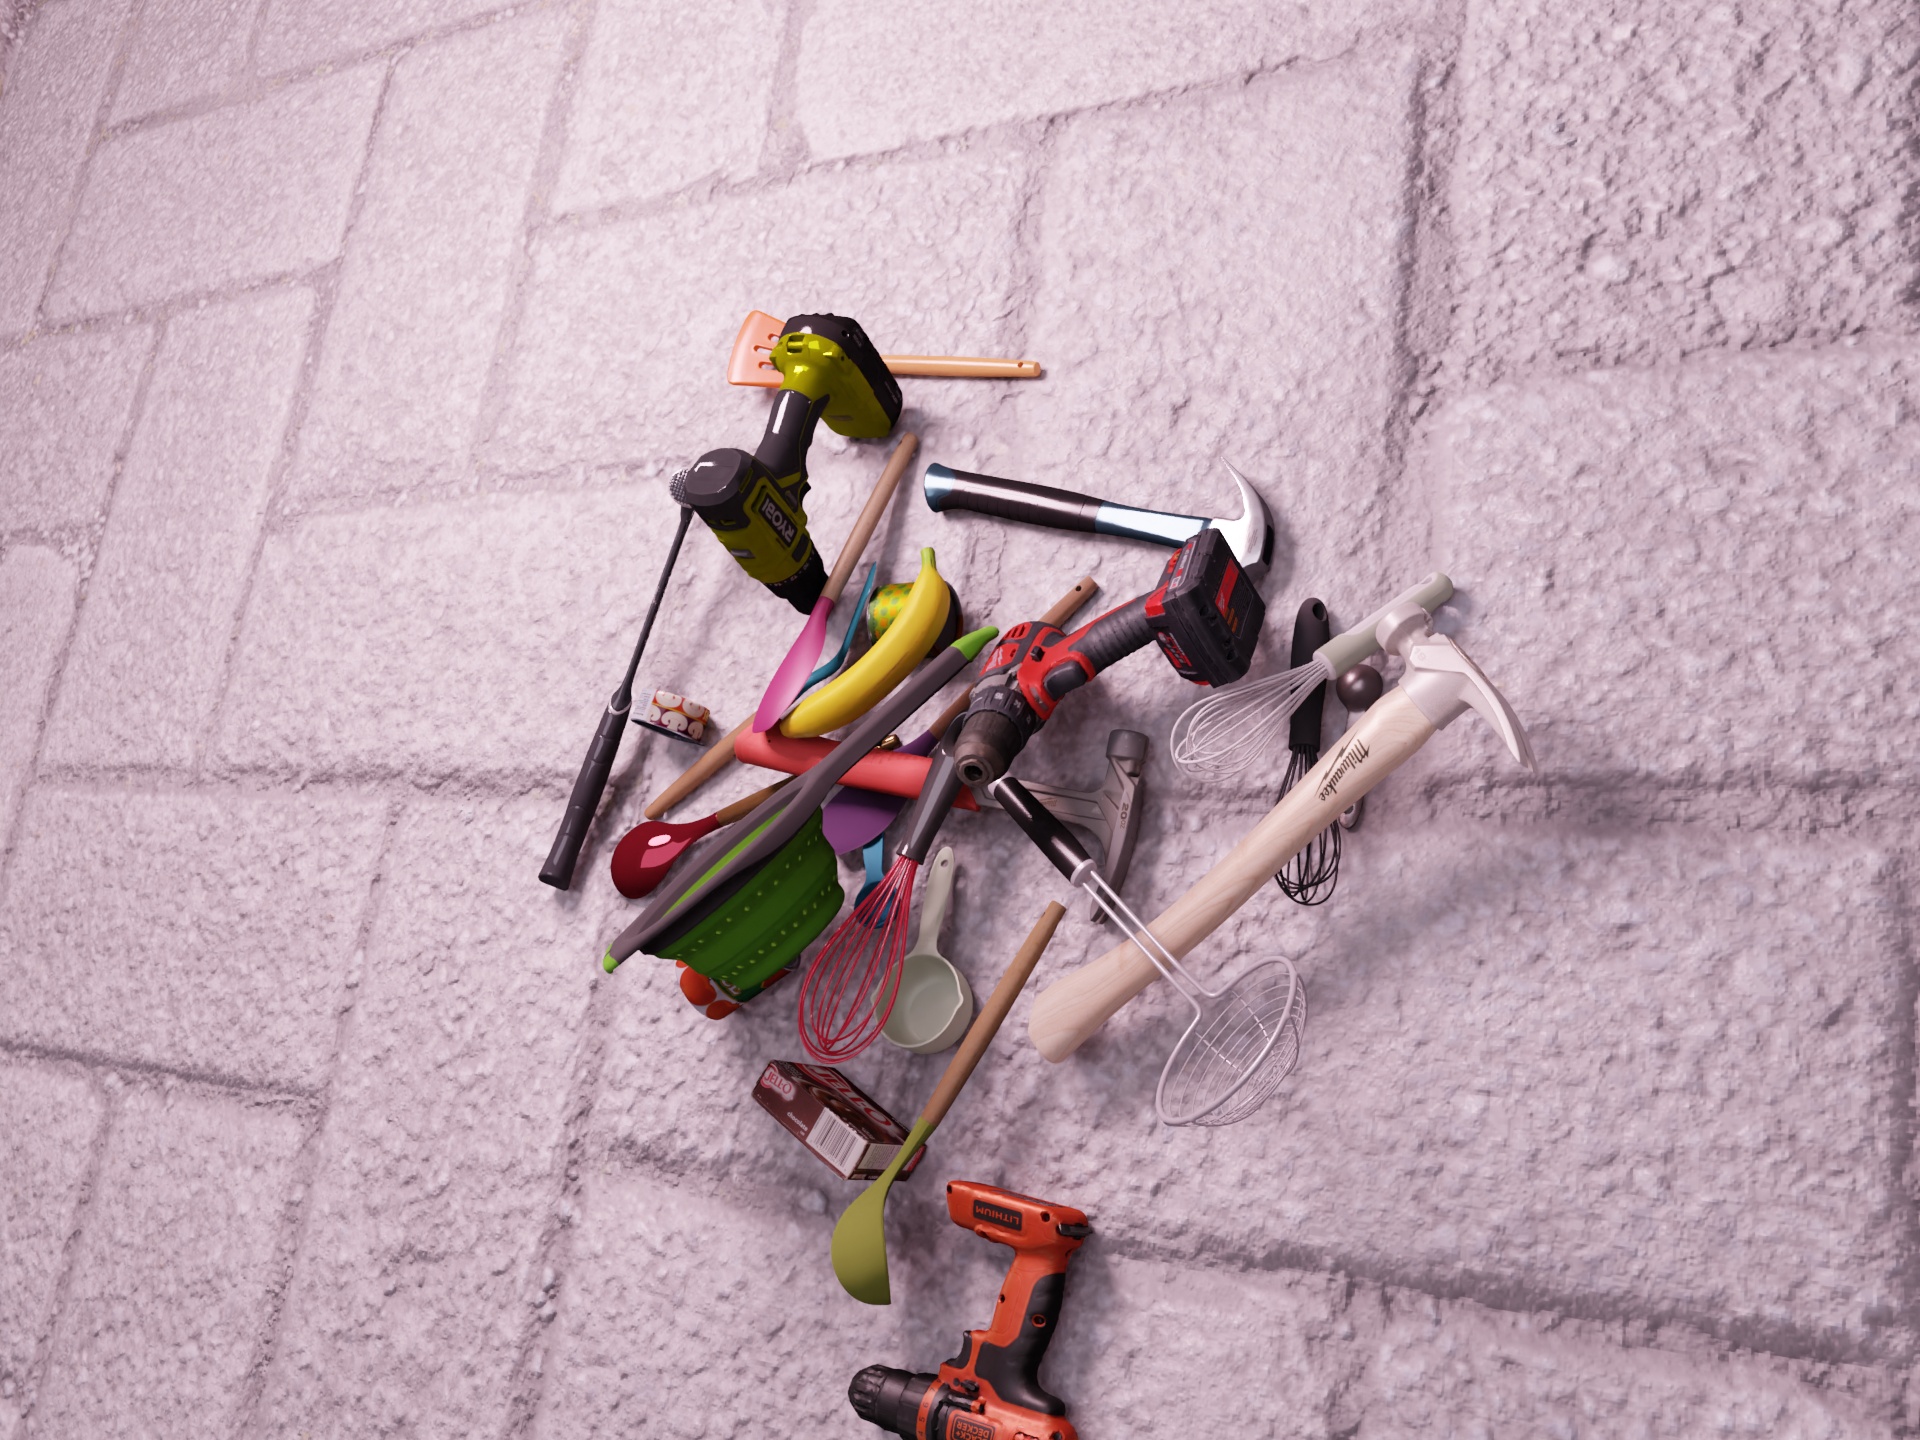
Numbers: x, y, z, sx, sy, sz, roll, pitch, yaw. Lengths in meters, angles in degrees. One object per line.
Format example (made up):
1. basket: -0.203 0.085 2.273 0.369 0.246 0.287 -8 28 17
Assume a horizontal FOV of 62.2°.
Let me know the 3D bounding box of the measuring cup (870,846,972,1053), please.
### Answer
1. measuring cup: -0.019 0.183 1.261 0.083 0.038 0.168 -4 60 28

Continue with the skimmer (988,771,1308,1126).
1. skimmer: 0.103 0.131 1.082 0.127 0.090 0.364 -50 46 7

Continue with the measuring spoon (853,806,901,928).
1. measuring spoon: -0.067 0.116 1.324 0.042 0.021 0.129 -19 55 23

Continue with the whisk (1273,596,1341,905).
1. whisk: 0.253 0.019 1.154 0.055 0.055 0.239 -4 66 29

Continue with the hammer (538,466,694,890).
1. hammer: -0.308 -0.035 1.469 0.036 0.149 0.409 20 93 -5

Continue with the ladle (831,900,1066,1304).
1. ladle: 0.001 0.279 1.171 0.062 0.078 0.320 32 83 -3

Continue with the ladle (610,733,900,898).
1. ladle: -0.188 0.078 1.398 0.315 0.031 0.069 -25 61 19

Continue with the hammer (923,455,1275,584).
1. hammer: 0.105 -0.169 1.310 0.331 0.033 0.128 16 82 33

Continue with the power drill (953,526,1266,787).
1. power drill: 0.099 -0.038 1.172 0.226 0.080 0.188 -23 21 31

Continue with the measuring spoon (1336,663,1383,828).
1. measuring spoon: 0.283 0.017 1.151 0.034 0.018 0.124 0 74 30

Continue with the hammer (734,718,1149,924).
1. hammer: -0.028 0.057 1.285 0.359 0.036 0.149 9 80 26

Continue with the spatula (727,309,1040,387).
1. spatula: -0.073 -0.333 1.466 0.323 0.041 0.081 10 76 31

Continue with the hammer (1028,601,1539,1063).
1. hammer: 0.201 0.108 1.093 0.410 0.038 0.146 -46 49 19

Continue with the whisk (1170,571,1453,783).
1. whisk: 0.252 -0.035 1.133 0.246 0.058 0.059 -34 100 -10

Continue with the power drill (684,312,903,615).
1. power drill: -0.135 -0.221 1.396 0.080 0.190 0.229 7 63 32

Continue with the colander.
1. colander: -0.097 0.084 1.235 0.397 0.204 0.094 -42 98 -8

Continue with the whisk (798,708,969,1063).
1. whisk: -0.047 0.125 1.225 0.073 0.073 0.296 17 77 33

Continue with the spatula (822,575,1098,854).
1. spatula: -0.002 -0.004 1.319 0.316 0.018 0.060 -45 56 7

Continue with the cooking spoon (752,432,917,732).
1. cooking spoon: -0.105 -0.124 1.376 0.069 0.017 0.319 -14 46 55

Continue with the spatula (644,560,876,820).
1. spatula: -0.176 -0.016 1.411 0.317 0.044 0.082 -40 18 16
